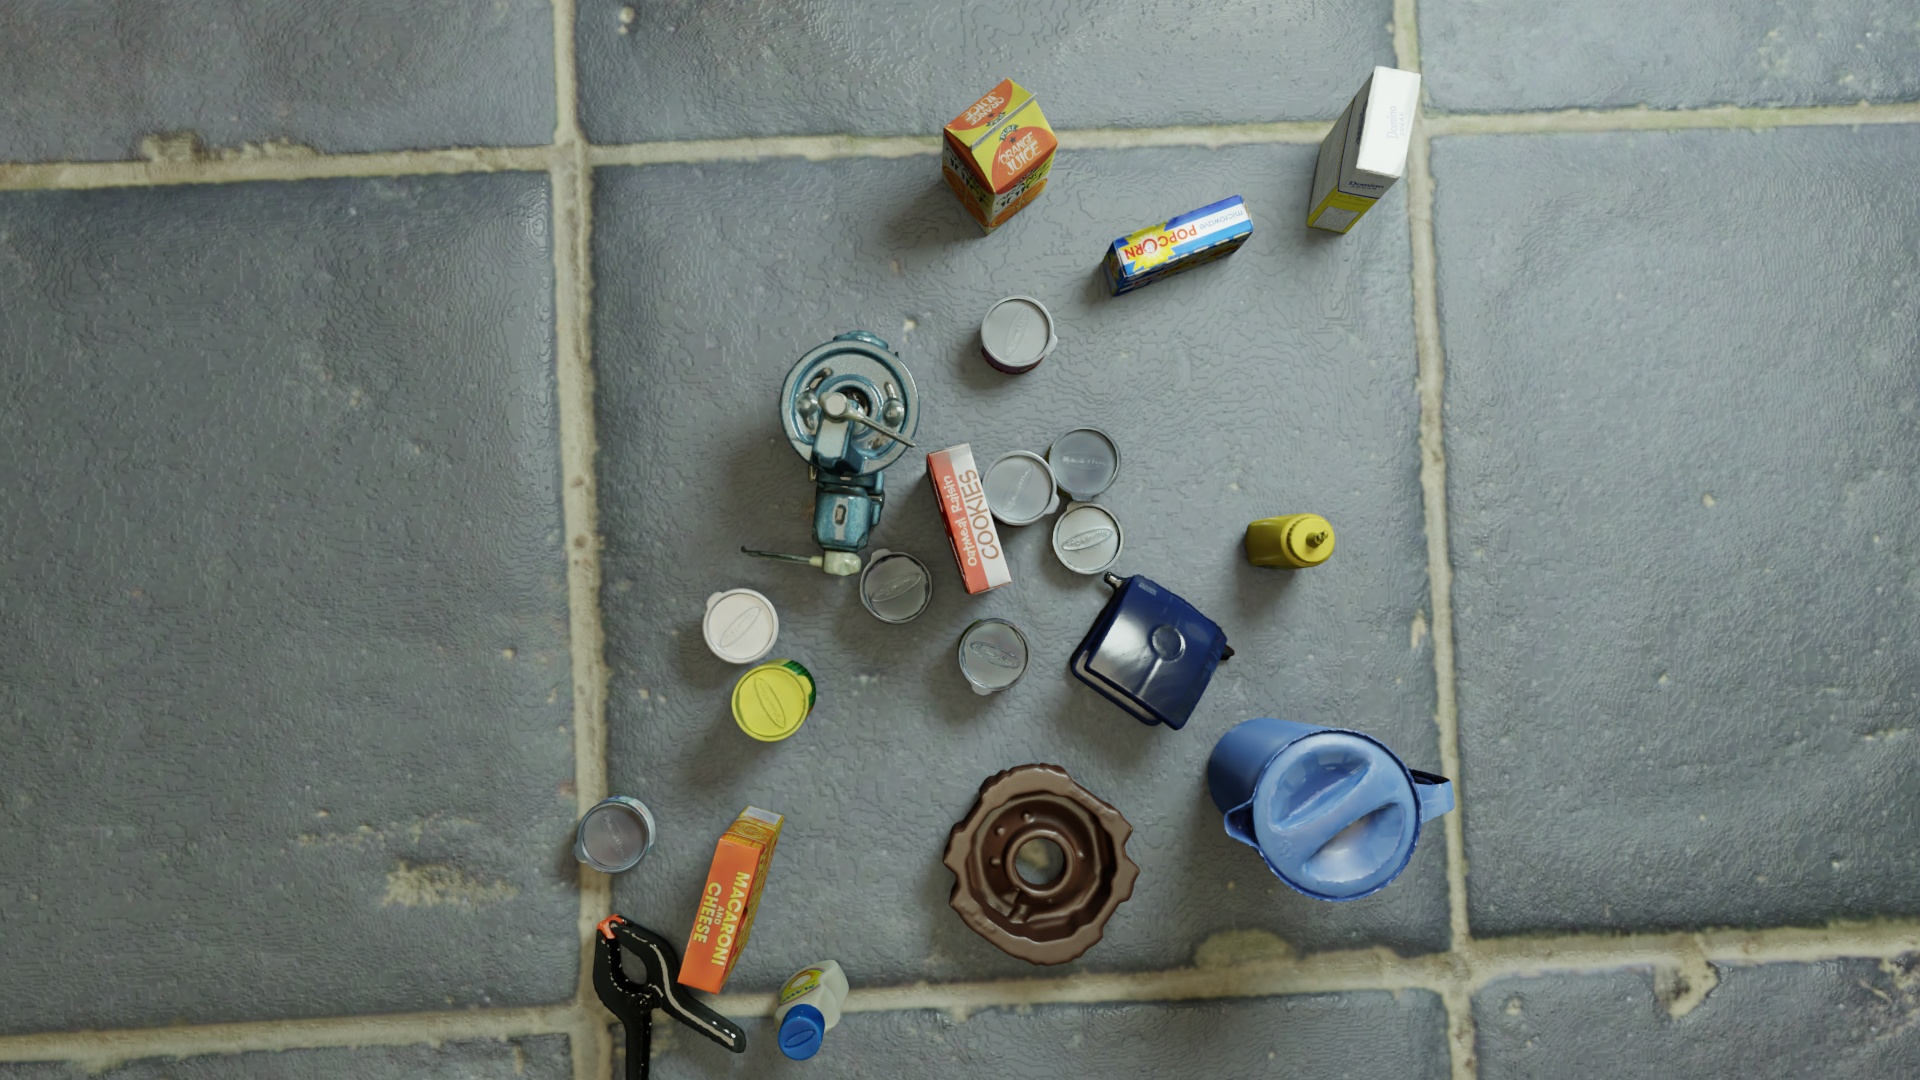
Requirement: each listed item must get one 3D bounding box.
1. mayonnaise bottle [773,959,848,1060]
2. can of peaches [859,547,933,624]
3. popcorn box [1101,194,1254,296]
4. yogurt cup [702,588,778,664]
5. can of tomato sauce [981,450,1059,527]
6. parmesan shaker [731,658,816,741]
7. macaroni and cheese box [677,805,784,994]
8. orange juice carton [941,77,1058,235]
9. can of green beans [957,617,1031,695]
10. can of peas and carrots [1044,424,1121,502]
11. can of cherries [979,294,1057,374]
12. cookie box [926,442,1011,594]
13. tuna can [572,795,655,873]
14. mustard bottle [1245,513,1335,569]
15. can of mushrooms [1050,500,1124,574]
[{"bbox_3d":[-0.133,0.410,1.210,0.065,0.148,0.041,-26,89,-2],"label":"mayonnaise bottle"},{"bbox_3d":[-0.059,0.041,1.272,0.071,0.058,0.071,0,88,-1],"label":"can of peaches"},{"bbox_3d":[0.198,-0.270,1.278,0.127,0.085,0.038,-20,89,-2],"label":"popcorn box"},{"bbox_3d":[-0.198,0.078,1.269,0.072,0.054,0.072,0,88,-1],"label":"yogurt cup"},{"bbox_3d":[0.053,-0.045,1.266,0.071,0.083,0.071,0,88,-1],"label":"can of tomato sauce"},{"bbox_3d":[-0.162,0.140,1.243,0.071,0.103,0.071,0,88,-1],"label":"parmesan shaker"},{"bbox_3d":[-0.195,0.306,1.203,0.040,0.166,0.123,16,88,-1],"label":"macaroni and cheese box"},{"bbox_3d":[0.033,-0.340,1.222,0.072,0.192,0.073,-38,89,-2],"label":"orange juice carton"},{"bbox_3d":[0.030,0.103,1.272,0.071,0.058,0.071,0,88,-1],"label":"can of green beans"},{"bbox_3d":[0.112,-0.069,1.280,0.071,0.058,0.071,0,88,-1],"label":"can of peas and carrots"},{"bbox_3d":[0.053,-0.187,1.284,0.071,0.058,0.071,0,88,-1],"label":"can of cherries"},{"bbox_3d":[0.004,-0.015,1.221,0.040,0.167,0.123,-18,89,-2],"label":"cookie box"},{"bbox_3d":[-0.316,0.269,1.268,0.071,0.033,0.071,0,88,-1],"label":"tuna can"},{"bbox_3d":[0.297,0.001,1.232,0.065,0.160,0.049,-2,88,-1],"label":"mustard bottle"},{"bbox_3d":[0.117,-0.004,1.291,0.071,0.033,0.071,0,88,-1],"label":"can of mushrooms"}]
